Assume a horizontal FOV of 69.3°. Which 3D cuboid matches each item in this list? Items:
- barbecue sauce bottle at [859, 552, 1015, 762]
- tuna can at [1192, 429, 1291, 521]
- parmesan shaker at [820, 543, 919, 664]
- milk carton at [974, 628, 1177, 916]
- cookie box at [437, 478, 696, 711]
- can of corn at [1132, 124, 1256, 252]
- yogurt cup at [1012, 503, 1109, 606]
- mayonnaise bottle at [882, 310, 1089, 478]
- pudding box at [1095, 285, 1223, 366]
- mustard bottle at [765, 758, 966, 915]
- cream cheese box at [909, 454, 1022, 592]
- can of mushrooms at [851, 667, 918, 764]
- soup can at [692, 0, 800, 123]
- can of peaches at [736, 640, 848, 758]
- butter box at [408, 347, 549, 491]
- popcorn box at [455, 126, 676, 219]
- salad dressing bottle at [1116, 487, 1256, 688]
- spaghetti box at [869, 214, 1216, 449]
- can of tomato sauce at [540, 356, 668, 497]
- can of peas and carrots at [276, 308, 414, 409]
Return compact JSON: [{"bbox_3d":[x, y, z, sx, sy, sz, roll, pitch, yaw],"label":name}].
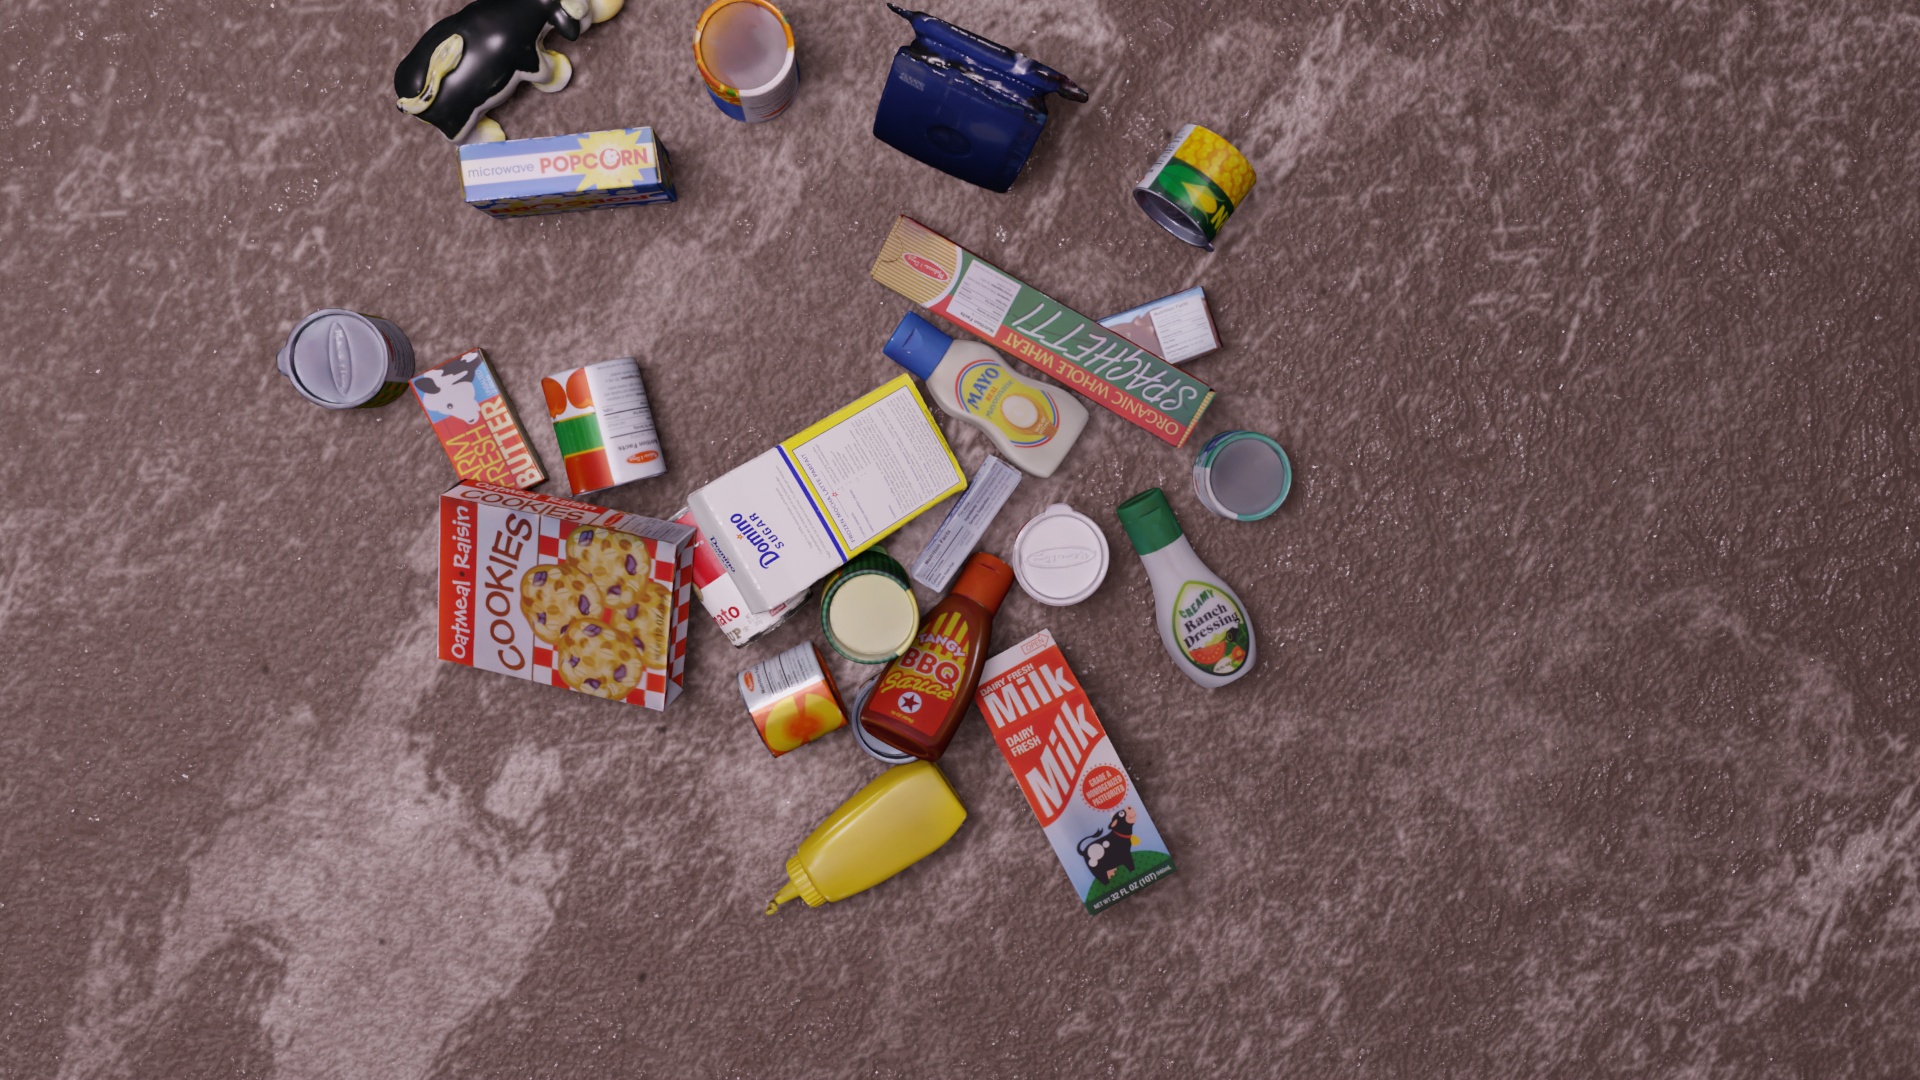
[{"bbox_3d":[-0.010,0.077,0.969,0.065,0.043,0.149,22,65,16],"label":"barbecue sauce bottle"},{"bbox_3d":[0.207,-0.048,1.010,0.071,0.033,0.071,0,95,-5],"label":"tuna can"},{"bbox_3d":[-0.063,0.042,0.957,0.071,0.103,0.071,0,95,-5],"label":"parmesan shaker"},{"bbox_3d":[0.076,0.162,0.996,0.072,0.073,0.190,-29,97,-2],"label":"milk carton"},{"bbox_3d":[-0.267,0.036,0.937,0.167,0.040,0.122,12,110,8],"label":"cookie box"},{"bbox_3d":[0.166,-0.246,0.972,0.071,0.071,0.058,37,91,-7],"label":"can of corn"},{"bbox_3d":[0.068,0.010,0.991,0.072,0.054,0.072,0,95,-5],"label":"yogurt cup"},{"bbox_3d":[0.015,-0.107,0.983,0.148,0.041,0.064,33,91,-8],"label":"mayonnaise bottle"},{"bbox_3d":[0.140,-0.147,0.997,0.084,0.030,0.049,-20,98,-3],"label":"pudding box"},{"bbox_3d":[-0.075,0.219,0.999,0.160,0.049,0.065,-33,98,-1],"label":"mustard bottle"},{"bbox_3d":[0.004,-0.012,0.984,0.024,0.053,0.104,35,91,-7],"label":"cream cheese box"},{"bbox_3d":[-0.043,0.125,1.002,0.071,0.033,0.071,0,94,-5],"label":"can of mushrooms"},{"bbox_3d":[-0.144,-0.323,0.928,0.071,0.084,0.071,0,95,-5],"label":"soup can"},{"bbox_3d":[-0.117,0.113,0.979,0.058,0.071,0.071,-25,97,-3],"label":"can of peaches"},{"bbox_3d":[-0.332,-0.076,0.961,0.053,0.024,0.103,-25,97,-3],"label":"butter box"},{"bbox_3d":[-0.259,-0.243,0.923,0.127,0.085,0.038,-7,95,-4],"label":"popcorn box"},{"bbox_3d":[0.162,0.034,1.008,0.064,0.044,0.147,-29,97,-3],"label":"salad dressing bottle"},{"bbox_3d":[0.057,-0.145,0.968,0.250,0.029,0.050,29,103,2],"label":"spaghetti box"},{"bbox_3d":[-0.245,-0.077,0.950,0.071,0.071,0.083,-15,96,-4],"label":"can of tomato sauce"},{"bbox_3d":[-0.411,-0.121,0.933,0.071,0.059,0.071,0,95,-5],"label":"can of peas and carrots"}]
